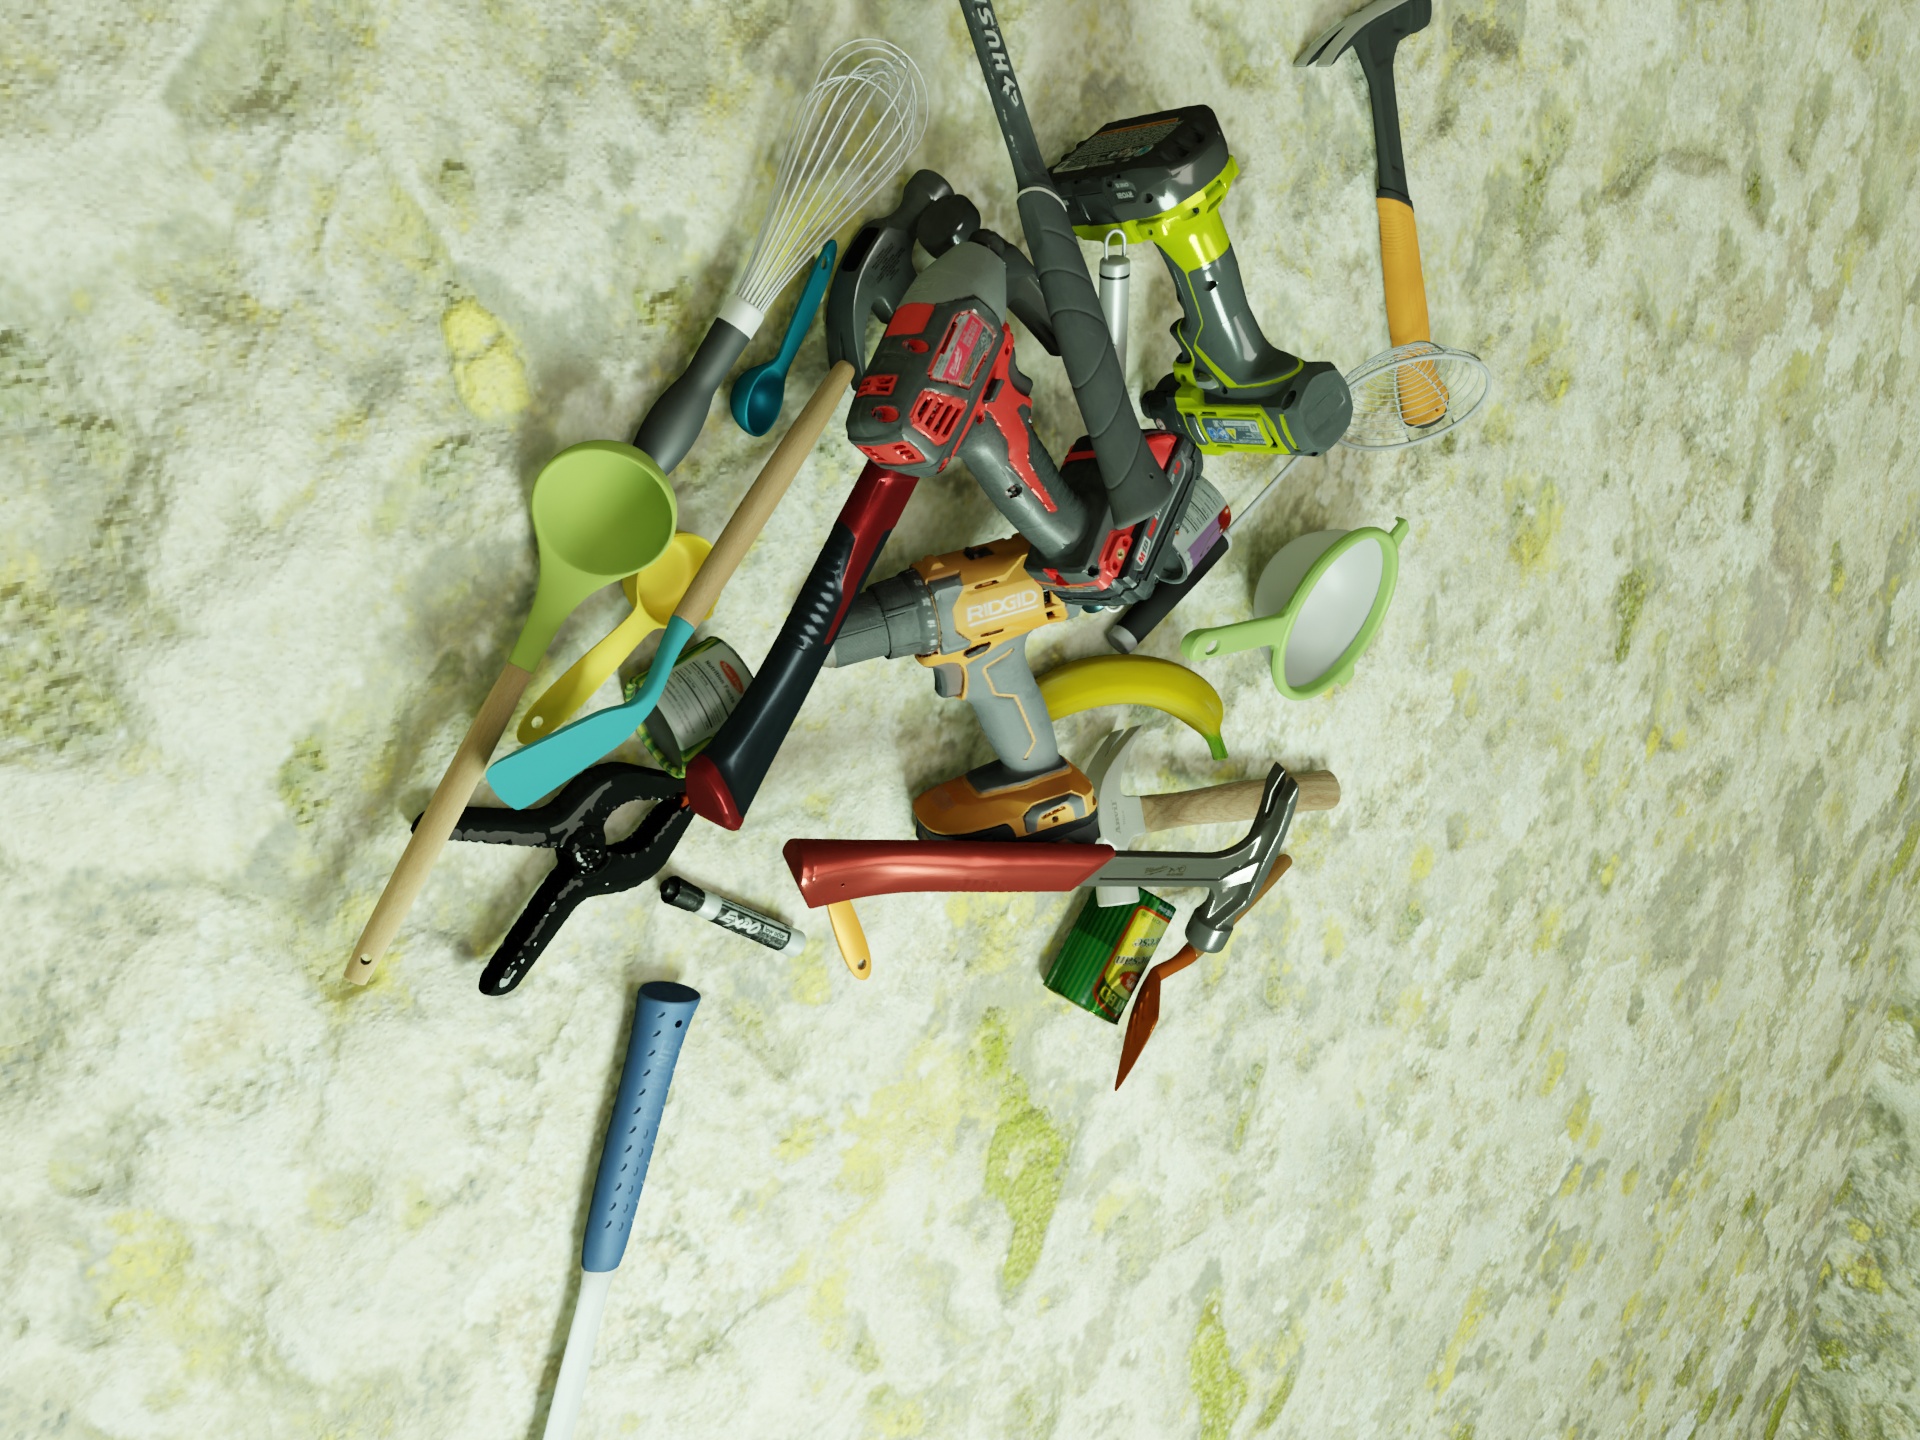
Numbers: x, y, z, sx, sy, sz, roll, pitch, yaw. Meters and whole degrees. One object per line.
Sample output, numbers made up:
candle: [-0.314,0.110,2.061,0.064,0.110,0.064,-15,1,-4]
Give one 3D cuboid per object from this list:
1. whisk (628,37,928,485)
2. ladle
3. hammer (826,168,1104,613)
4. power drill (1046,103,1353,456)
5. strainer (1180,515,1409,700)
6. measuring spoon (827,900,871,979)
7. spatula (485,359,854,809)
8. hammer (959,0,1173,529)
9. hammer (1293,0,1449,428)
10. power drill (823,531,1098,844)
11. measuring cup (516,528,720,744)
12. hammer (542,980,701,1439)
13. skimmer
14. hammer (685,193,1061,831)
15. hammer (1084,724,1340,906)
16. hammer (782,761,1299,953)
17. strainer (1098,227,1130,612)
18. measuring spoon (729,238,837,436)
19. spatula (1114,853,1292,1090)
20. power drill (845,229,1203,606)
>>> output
whisk: [-0.105,-0.253,0.892,0.070,0.070,0.284,31,90,-43]
ladle: [-0.247,-0.004,0.848,0.078,0.062,0.320,28,83,-16]
hammer: [0.023,-0.187,1.042,0.128,0.033,0.330,-52,132,-13]
power drill: [0.144,-0.272,1.033,0.080,0.171,0.223,-44,121,-19]
strainer: [0.239,-0.086,1.233,0.256,0.069,0.151,-14,129,-42]
measuring spoon: [-0.079,0.136,1.095,0.021,0.011,0.116,-33,126,-27]
spatula: [-0.151,-0.081,0.888,0.317,0.044,0.082,-60,173,-17]
hammer: [0.036,-0.303,0.872,0.149,0.036,0.409,-18,91,-45]
hammer: [0.337,-0.377,1.237,0.127,0.034,0.336,-38,127,-25]
power drill: [-0.002,-0.003,1.052,0.185,0.084,0.226,-16,118,-15]
measuring cup: [-0.201,-0.048,0.910,0.156,0.029,0.062,-47,131,-13]
hammer: [-0.240,0.364,1.029,0.144,0.035,0.405,7,102,-42]
skimmer: [0.261,-0.162,1.218,0.363,0.090,0.127,-45,162,-15]
hammer: [-0.047,-0.107,0.937,0.143,0.038,0.386,37,74,-45]
hammer: [0.209,0.065,1.280,0.331,0.031,0.130,-4,83,-46]
hammer: [0.057,0.089,1.048,0.359,0.037,0.149,4,120,-28]
strainer: [0.097,-0.192,1.030,0.087,0.050,0.258,-9,127,-10]
measuring spoon: [-0.105,-0.227,0.930,0.042,0.021,0.129,50,61,-70]
spatula: [0.202,0.184,1.283,0.322,0.041,0.081,-31,151,-48]
power drill: [0.040,-0.170,0.920,0.219,0.079,0.143,34,72,-39]
